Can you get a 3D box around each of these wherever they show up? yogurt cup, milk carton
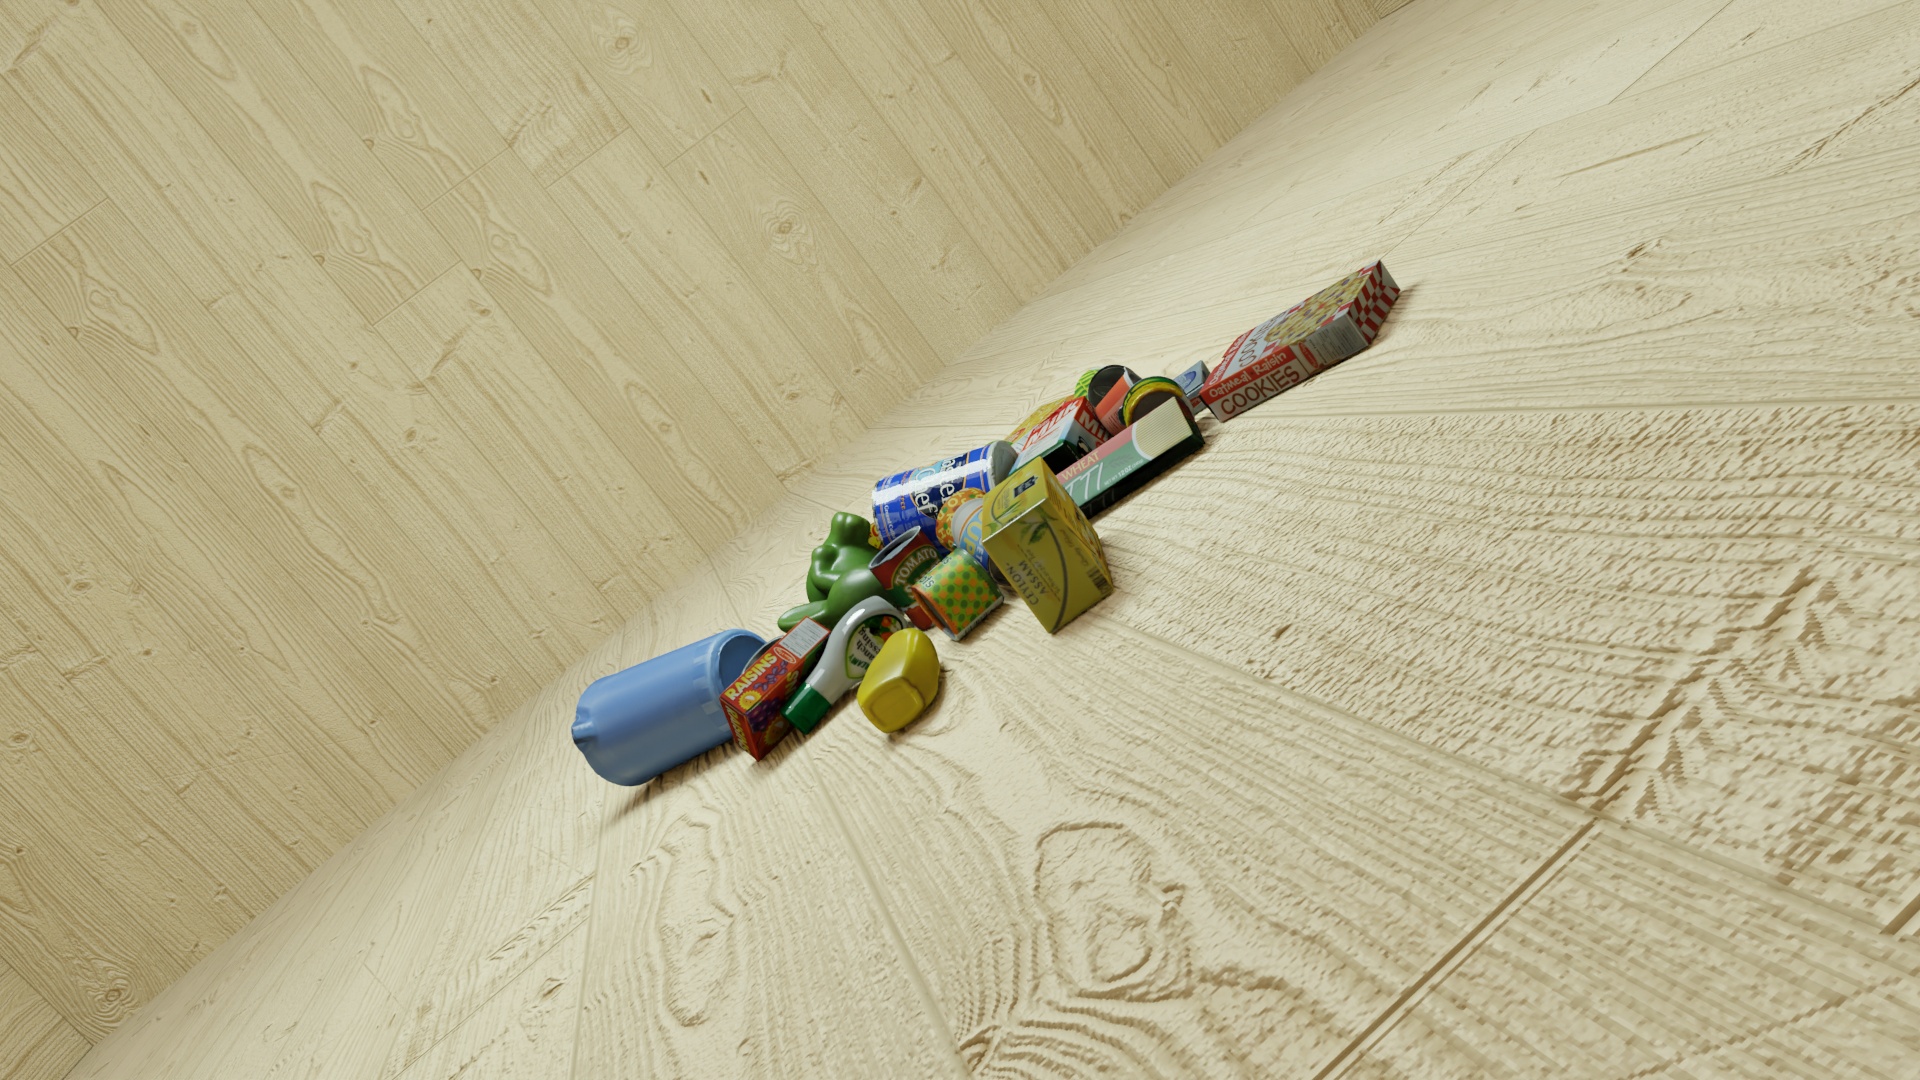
[{"bbox_3d":[0.178,-0.136,1.456,0.053,0.072,0.073,-43,9,20],"label":"yogurt cup"},{"bbox_3d":[0.114,-0.089,1.443,0.073,0.072,0.191,-33,13,25],"label":"milk carton"}]

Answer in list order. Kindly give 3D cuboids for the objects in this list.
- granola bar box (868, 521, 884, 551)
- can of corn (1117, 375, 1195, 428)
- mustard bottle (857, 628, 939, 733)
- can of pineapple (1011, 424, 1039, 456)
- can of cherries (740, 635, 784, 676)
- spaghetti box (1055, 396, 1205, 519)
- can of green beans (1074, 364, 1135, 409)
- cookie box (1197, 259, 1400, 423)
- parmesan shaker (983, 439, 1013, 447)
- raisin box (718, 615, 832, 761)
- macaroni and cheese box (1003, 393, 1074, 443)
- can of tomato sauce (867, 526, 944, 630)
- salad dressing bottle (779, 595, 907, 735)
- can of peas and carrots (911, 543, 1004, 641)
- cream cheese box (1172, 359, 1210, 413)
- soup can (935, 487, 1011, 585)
[{"bbox_3d":[-0.054,-0.020,1.671,0.165,0.039,0.124,-31,-7,32],"label":"granola bar box"},{"bbox_3d":[0.190,-0.121,1.347,0.071,0.071,0.058,-36,12,11],"label":"can of corn"},{"bbox_3d":[-0.047,0.111,1.205,0.065,0.048,0.161,-35,11,15],"label":"mustard bottle"},{"bbox_3d":[0.083,-0.085,1.540,0.058,0.071,0.071,-40,11,-16],"label":"can of pineapple"},{"bbox_3d":[-0.187,0.144,1.457,0.071,0.058,0.072,-34,22,16],"label":"can of cherries"},{"bbox_3d":[0.116,-0.046,1.322,0.249,0.028,0.050,-34,51,20],"label":"spaghetti box"},{"bbox_3d":[0.170,-0.168,1.601,0.071,0.071,0.058,-39,10,-7],"label":"can of green beans"},{"bbox_3d":[0.313,-0.185,1.289,0.167,0.040,0.123,-28,15,42],"label":"cookie box"},{"bbox_3d":[0.036,-0.067,1.604,0.071,0.071,0.103,-31,13,33],"label":"parmesan shaker"},{"bbox_3d":[-0.174,0.146,1.371,0.124,0.040,0.085,-43,-31,-27],"label":"raisin box"},{"bbox_3d":[0.106,-0.129,1.706,0.124,0.040,0.166,-43,12,-22],"label":"macaroni and cheese box"},{"bbox_3d":[-0.041,0.038,1.384,0.071,0.083,0.071,-36,11,9],"label":"can of tomato sauce"},{"bbox_3d":[-0.114,0.122,1.351,0.148,0.064,0.044,-49,33,-14],"label":"salad dressing bottle"},{"bbox_3d":[-0.005,0.047,1.268,0.059,0.071,0.071,-41,11,-12],"label":"can of peas and carrots"},{"bbox_3d":[0.235,-0.153,1.443,0.053,0.024,0.104,-34,12,19],"label":"cream cheese box"},{"bbox_3d":[0.025,-0.006,1.301,0.071,0.071,0.084,-41,45,-16],"label":"soup can"}]
